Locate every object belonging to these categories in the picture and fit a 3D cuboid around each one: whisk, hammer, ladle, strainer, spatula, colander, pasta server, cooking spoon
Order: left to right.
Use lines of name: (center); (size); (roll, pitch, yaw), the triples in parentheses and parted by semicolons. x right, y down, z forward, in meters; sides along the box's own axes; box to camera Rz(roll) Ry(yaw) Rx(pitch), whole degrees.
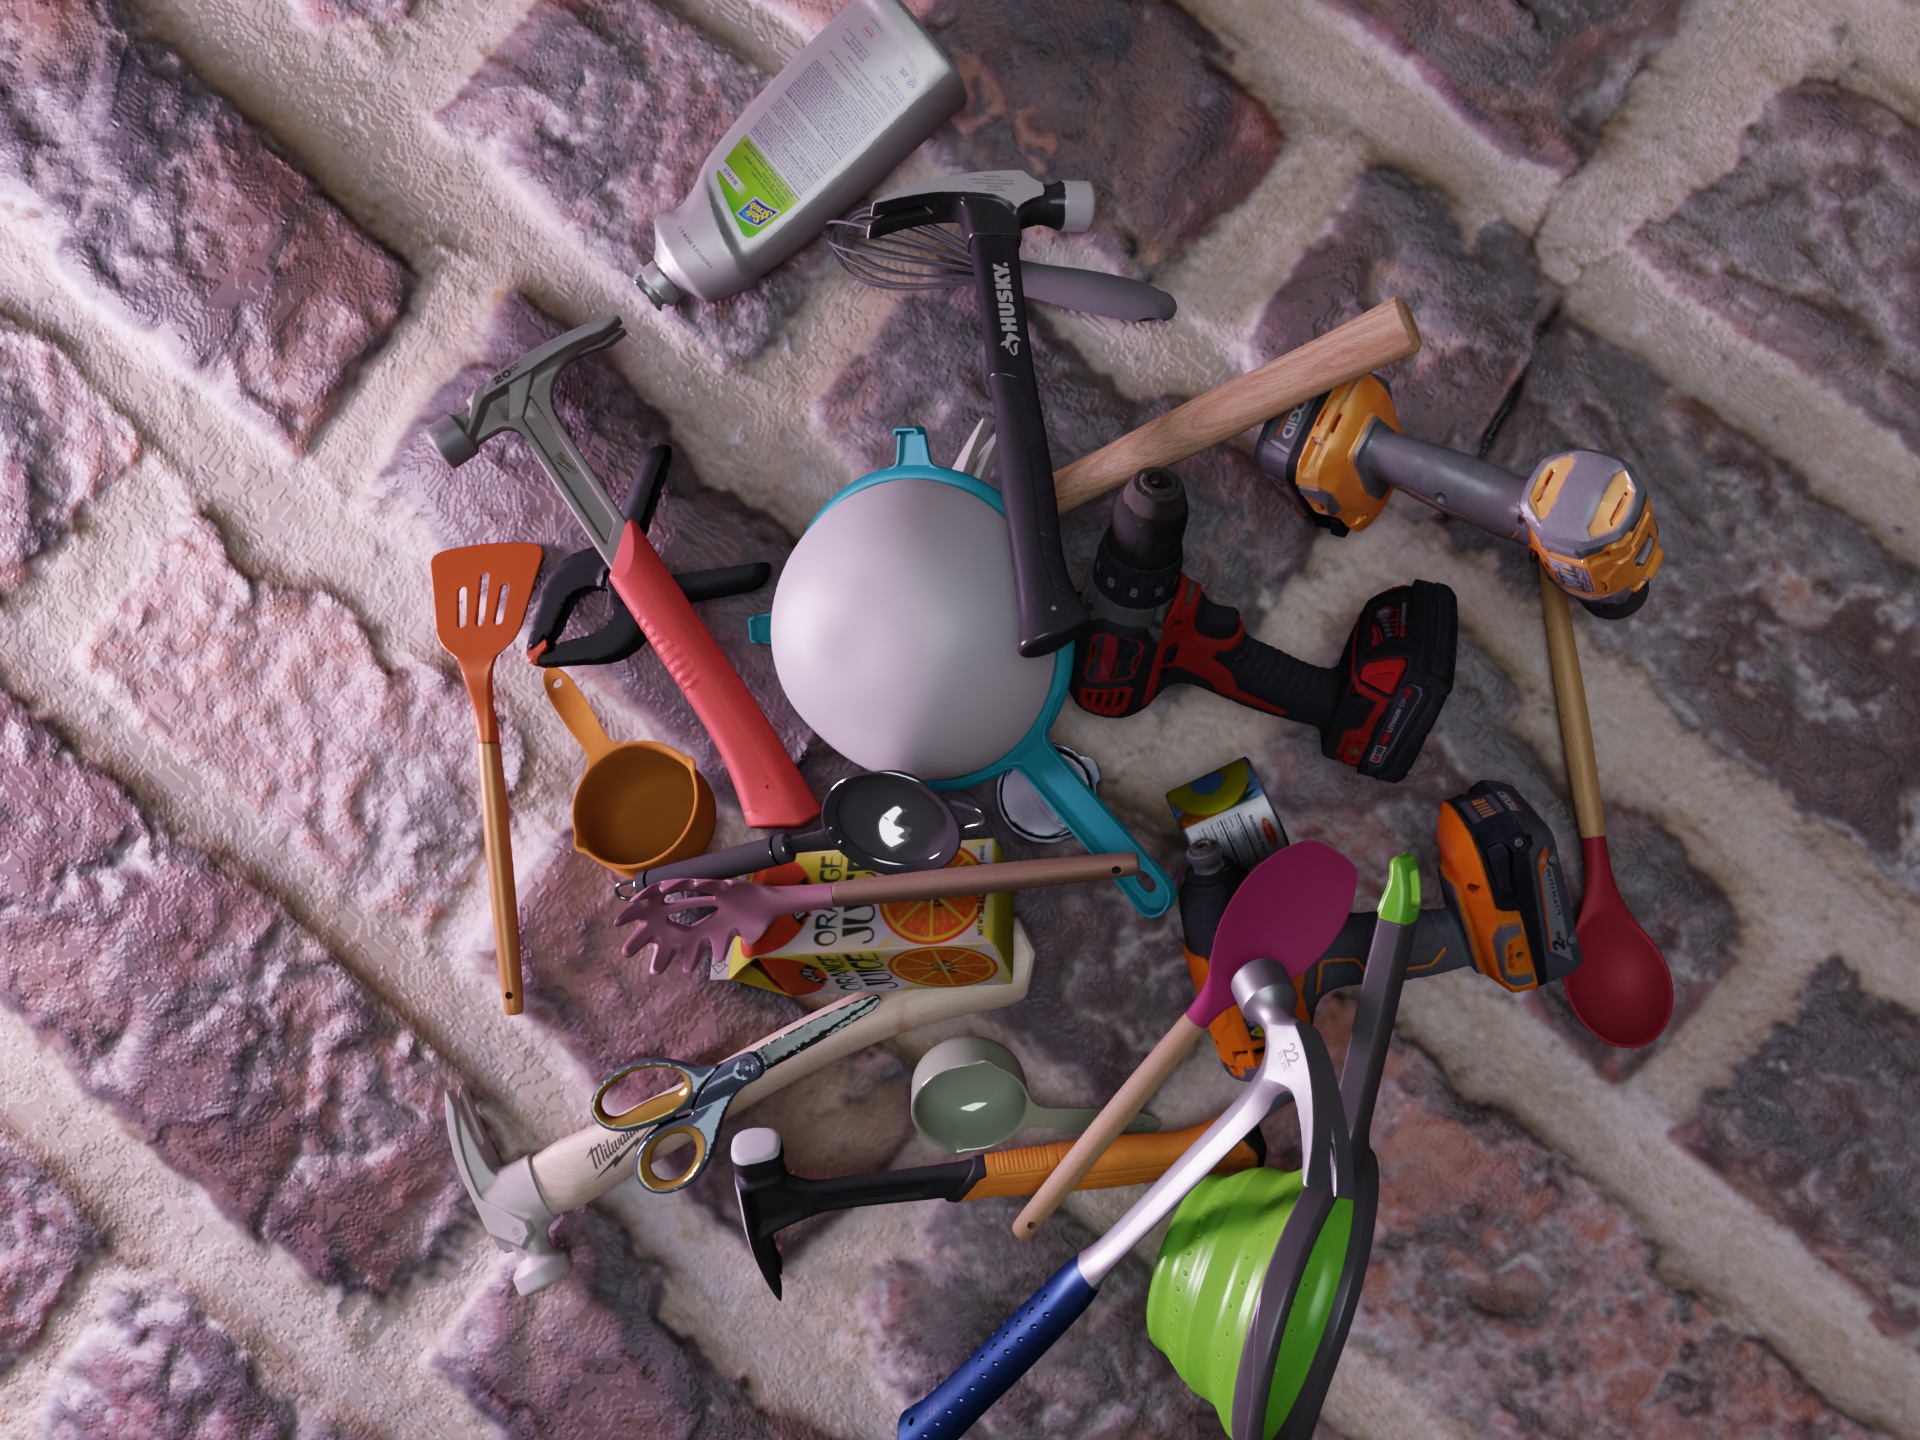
spatula: (-0.316, 0.039, 1.086); (0.081, 0.041, 0.322); (-5, 92, 6)
hammer: (-0.192, -0.086, 1.035); (0.149, 0.036, 0.359); (-34, 84, -6)
hammer: (-0.142, 0.227, 1.055); (0.410, 0.038, 0.146); (-27, 84, 4)
strainer: (-0.102, 0.075, 0.979); (0.258, 0.050, 0.086); (-16, 124, 17)
pasta server: (-0.050, 0.106, 0.957); (0.316, 0.040, 0.060); (-7, 113, 8)
strainer: (-0.002, -0.003, 0.972); (0.340, 0.095, 0.211); (49, 119, 12)
whisk: (0.026, -0.298, 1.051); (0.239, 0.055, 0.055); (12, 89, 1)
hammer: (0.028, 0.298, 1.022); (0.337, 0.034, 0.127); (-7, 120, -1)
hammer: (0.028, -0.194, 0.967); (0.146, 0.035, 0.335); (-2, 68, -11)
hammer: (0.084, 0.325, 0.943); (0.035, 0.144, 0.405); (23, 118, -27)
hammer: (0.121, -0.171, 0.977); (0.331, 0.031, 0.130); (-23, 67, 29)
cooking spoon: (0.126, 0.199, 0.957); (0.068, 0.017, 0.319); (32, 106, -14)
colander: (0.189, 0.261, 0.946); (0.094, 0.204, 0.397); (15, 100, 28)
ladle: (0.398, 0.049, 1.014); (0.069, 0.031, 0.315); (-7, 85, -4)

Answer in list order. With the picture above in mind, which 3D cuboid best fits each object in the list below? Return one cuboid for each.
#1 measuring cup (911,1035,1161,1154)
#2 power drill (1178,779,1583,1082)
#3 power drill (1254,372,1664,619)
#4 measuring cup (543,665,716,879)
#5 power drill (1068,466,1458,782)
measuring cup: (0.049, 0.245, 1.036); (0.167, 0.038, 0.083); (9, 120, -12)
power drill: (0.248, 0.118, 0.976); (0.226, 0.084, 0.164); (-20, 112, 5)
power drill: (0.312, -0.130, 0.967); (0.226, 0.185, 0.084); (26, 90, 31)
measuring cup: (-0.229, 0.033, 1.068); (0.095, 0.052, 0.174); (-37, 63, -3)
power drill: (0.182, -0.059, 0.967); (0.226, 0.187, 0.080); (13, 51, 4)
